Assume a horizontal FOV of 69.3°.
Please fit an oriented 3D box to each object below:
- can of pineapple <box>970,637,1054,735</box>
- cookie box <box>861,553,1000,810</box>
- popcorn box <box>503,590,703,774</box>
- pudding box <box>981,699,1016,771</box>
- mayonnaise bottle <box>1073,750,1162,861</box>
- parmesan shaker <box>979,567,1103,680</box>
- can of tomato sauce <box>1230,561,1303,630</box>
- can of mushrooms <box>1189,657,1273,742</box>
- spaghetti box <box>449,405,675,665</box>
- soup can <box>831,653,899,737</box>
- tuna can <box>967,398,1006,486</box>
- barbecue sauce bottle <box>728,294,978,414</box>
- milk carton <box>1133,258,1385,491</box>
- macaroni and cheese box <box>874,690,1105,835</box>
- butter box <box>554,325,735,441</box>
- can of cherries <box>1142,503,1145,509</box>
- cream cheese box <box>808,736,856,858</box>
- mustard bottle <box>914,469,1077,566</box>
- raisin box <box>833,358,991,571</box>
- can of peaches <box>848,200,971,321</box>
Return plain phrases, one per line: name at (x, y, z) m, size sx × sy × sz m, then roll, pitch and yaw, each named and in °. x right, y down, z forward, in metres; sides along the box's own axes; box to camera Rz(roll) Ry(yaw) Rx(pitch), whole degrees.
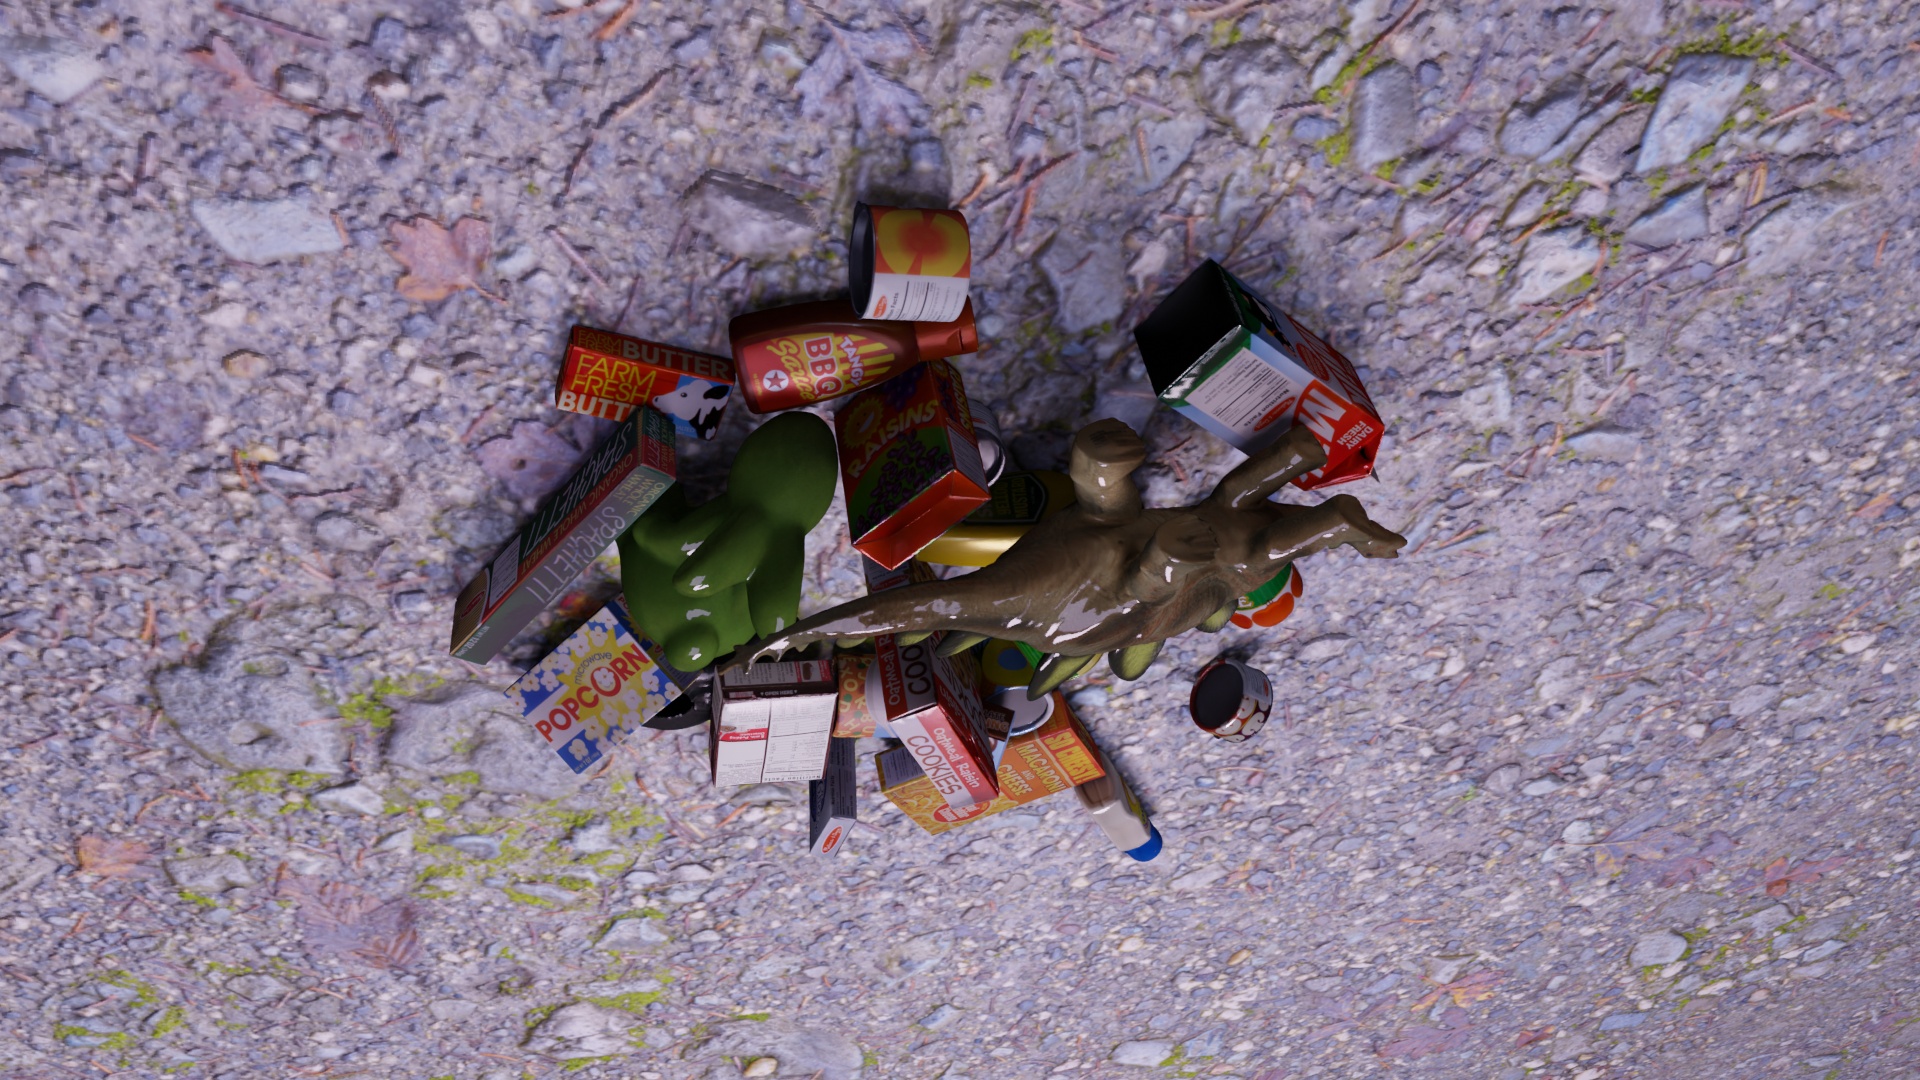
can of pineapple at (0.036, 0.115, 1.109) m, size 0.071 × 0.058 × 0.070 m, roll -6°, pitch 136°, yaw -6°
cookie box at (-0.021, 0.090, 0.993) m, size 0.040 × 0.168 × 0.122 m, roll -21°, pitch 135°, yaw 9°
popcorn box at (-0.264, 0.105, 1.023) m, size 0.126 × 0.038 × 0.085 m, roll -37°, pitch 96°, yaw 24°
pudding box at (0.011, 0.156, 1.082) m, size 0.050 × 0.030 × 0.083 m, roll 18°, pitch 144°, yaw 4°
mayonnaise bottle at (0.146, 0.250, 1.270) m, size 0.041 × 0.065 × 0.147 m, roll -26°, pitch 138°, yaw 10°
parmesan shaker at (0.063, 0.049, 1.047) m, size 0.071 × 0.071 × 0.102 m, roll -24°, pitch 134°, yaw 12°
can of tomato sauce at (0.212, 0.021, 1.044) m, size 0.071 × 0.071 × 0.083 m, roll -27°, pitch 134°, yaw 15°
can of mushrooms at (0.225, 0.135, 1.164) m, size 0.033 × 0.071 × 0.070 m, roll 25°, pitch 125°, yaw -31°
spaghetti box at (-0.266, 0.002, 0.918) m, size 0.028 × 0.050 × 0.249 m, roll 24°, pitch 132°, yaw -36°
soup can at (-0.058, 0.121, 1.088) m, size 0.084 × 0.072 × 0.071 m, roll 2°, pitch 134°, yaw -14°
tuna can at (-0.005, -0.061, 0.941) m, size 0.071 × 0.033 × 0.070 m, roll -6°, pitch 136°, yaw -6°
barbecue sauce bottle at (-0.064, -0.121, 0.859) m, size 0.149 × 0.044 × 0.064 m, roll -11°, pitch 132°, yaw -1°
milk carton at (0.211, -0.098, 0.921) m, size 0.190 × 0.073 × 0.073 m, roll 27°, pitch 125°, yaw -32°
macaroni and cheese box at (0.027, 0.191, 1.185) m, size 0.166 × 0.040 × 0.123 m, roll -21°, pitch 147°, yaw 9°
butter box at (-0.197, -0.097, 0.869) m, size 0.103 × 0.024 × 0.052 m, roll 11°, pitch 132°, yaw -22°
can of cherries at (0.108, 0.005, 1.014) m, size 0.071 × 0.059 × 0.071 m, roll -6°, pitch 137°, yaw -6°
cream cheese box at (-0.105, 0.200, 1.134) m, size 0.024 × 0.104 × 0.053 m, roll 15°, pitch 129°, yaw -20°
mustard bottle at (0.003, -0.012, 0.972) m, size 0.160 × 0.065 × 0.048 m, roll -5°, pitch 140°, yaw -1°
raisin box at (-0.034, -0.054, 0.876) m, size 0.086 × 0.124 × 0.040 m, roll -36°, pitch 131°, yaw 23°
can of peaches at (-0.030, -0.163, 0.809) m, size 0.058 × 0.071 × 0.070 m, roll 0°, pitch 135°, yaw -16°
